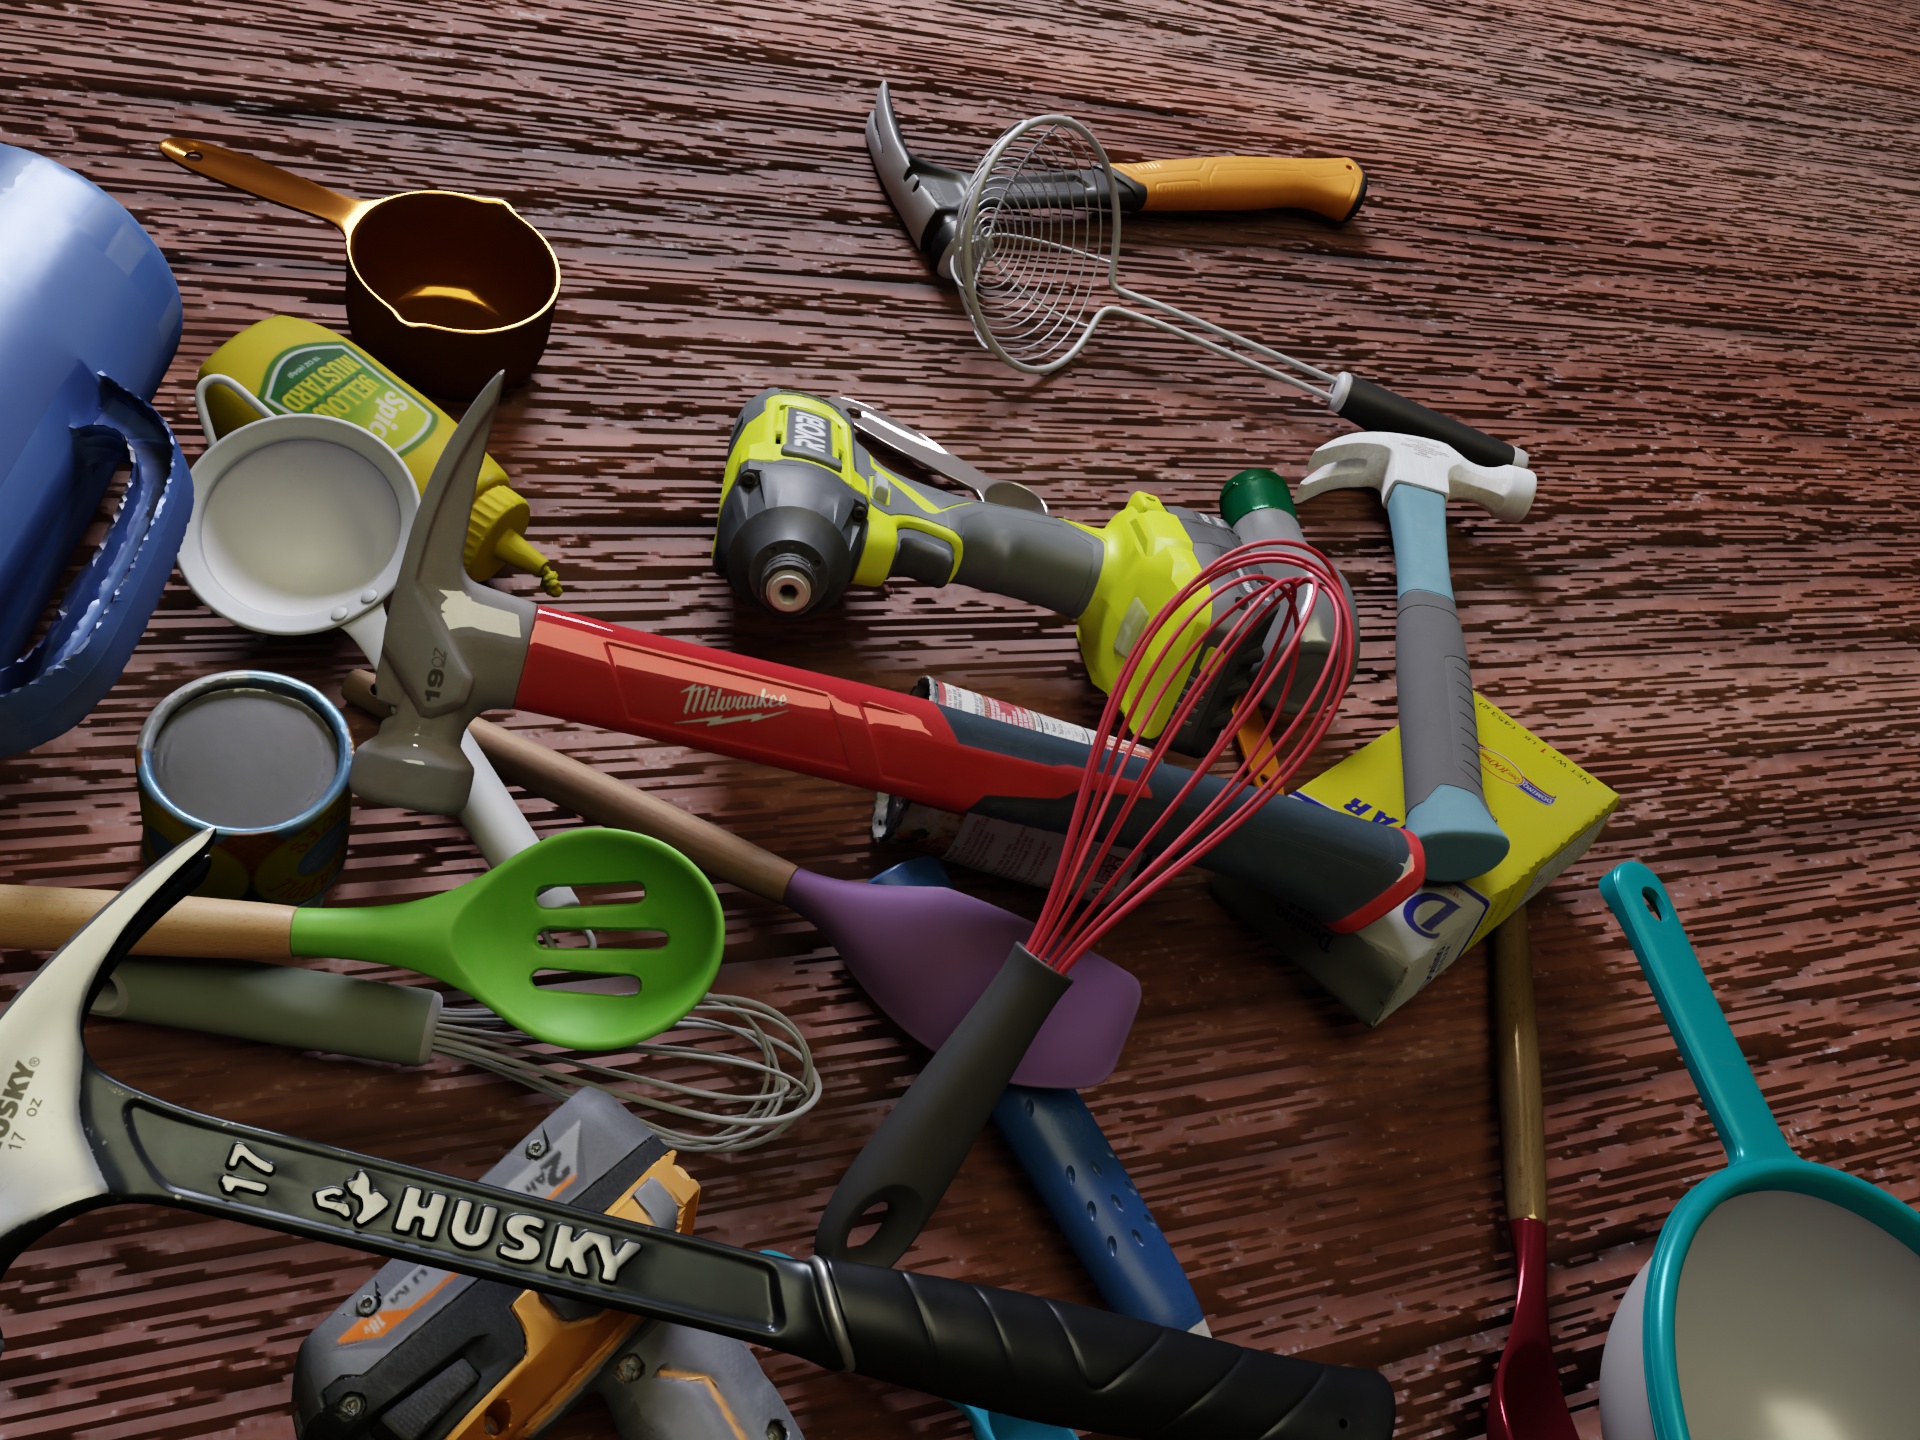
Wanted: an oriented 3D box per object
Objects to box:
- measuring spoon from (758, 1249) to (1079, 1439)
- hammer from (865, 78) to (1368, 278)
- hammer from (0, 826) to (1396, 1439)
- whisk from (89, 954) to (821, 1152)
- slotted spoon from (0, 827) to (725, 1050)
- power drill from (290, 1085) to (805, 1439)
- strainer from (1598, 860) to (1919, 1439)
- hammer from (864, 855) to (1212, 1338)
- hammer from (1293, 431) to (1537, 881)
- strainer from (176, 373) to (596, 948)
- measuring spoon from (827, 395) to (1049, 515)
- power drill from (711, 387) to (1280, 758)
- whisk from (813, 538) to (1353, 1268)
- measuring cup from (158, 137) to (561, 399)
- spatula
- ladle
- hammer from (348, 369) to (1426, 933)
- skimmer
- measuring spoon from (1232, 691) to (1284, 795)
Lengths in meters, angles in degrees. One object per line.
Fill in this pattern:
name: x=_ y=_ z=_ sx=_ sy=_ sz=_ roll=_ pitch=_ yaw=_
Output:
measuring spoon: x=-0.016 y=0.214 z=0.511 sx=0.128 sy=0.021 sz=0.042 roll=34 pitch=13 yaw=1
hammer: x=0.108 y=-0.323 z=0.949 sx=0.336 sy=0.034 sz=0.127 roll=-11 pitch=63 yaw=-29
hammer: x=-0.054 y=0.151 z=0.430 sx=0.408 sy=0.036 sz=0.149 roll=20 pitch=56 yaw=-18
whisk: x=-0.166 y=0.102 z=0.522 sx=0.246 sy=0.057 sz=0.059 roll=12 pitch=18 yaw=-11
slotted spoon: x=-0.231 y=0.061 z=0.489 sx=0.313 sy=0.031 sz=0.070 roll=4 pitch=80 yaw=-9
power drill: x=-0.085 y=0.239 z=0.434 sx=0.226 sy=0.084 sz=0.185 roll=44 pitch=53 yaw=5
strainer: x=0.290 y=0.220 z=0.597 sx=0.211 sy=0.095 sz=0.341 roll=7 pitch=52 yaw=-24
hammer: x=0.084 y=0.219 z=0.546 sx=0.144 sy=0.035 sz=0.406 roll=-20 pitch=66 yaw=-33
hammer: x=0.224 y=-0.045 z=0.756 sx=0.128 sy=0.033 sz=0.331 roll=15 pitch=40 yaw=0
strainer: x=-0.202 y=-0.016 z=0.567 sx=0.087 sy=0.050 sz=0.258 roll=-33 pitch=74 yaw=-15
measuring spoon: x=-0.014 y=-0.121 z=0.767 sx=0.124 sy=0.018 sz=0.034 roll=32 pitch=44 yaw=10
power drill: x=0.009 y=-0.062 z=0.662 sx=0.223 sy=0.080 sz=0.171 roll=15 pitch=25 yaw=-13
whisk: x=0.040 y=0.065 z=0.534 sx=0.073 sy=0.073 sz=0.296 roll=34 pitch=88 yaw=3
measuring cup: x=-0.261 y=-0.197 z=0.689 sx=0.173 sy=0.052 sz=0.095 roll=22 pitch=51 yaw=-5
spatula: x=-0.086 y=0.052 z=0.578 sx=0.316 sy=0.018 sz=0.060 roll=25 pitch=65 yaw=6
ladle: x=0.227 y=0.179 z=0.641 sx=0.069 sy=0.031 sz=0.316 roll=43 pitch=41 yaw=-29
hammer: x=-0.001 y=-0.002 z=0.566 sx=0.386 sy=0.038 sz=0.143 roll=14 pitch=89 yaw=-18
skimmer: x=0.162 y=-0.201 z=0.847 sx=0.363 sy=0.090 sz=0.127 roll=19 pitch=89 yaw=-14
measuring spoon: x=0.129 y=-0.008 z=0.747 sx=0.021 sy=0.011 sz=0.117 roll=8 pitch=56 yaw=-36
